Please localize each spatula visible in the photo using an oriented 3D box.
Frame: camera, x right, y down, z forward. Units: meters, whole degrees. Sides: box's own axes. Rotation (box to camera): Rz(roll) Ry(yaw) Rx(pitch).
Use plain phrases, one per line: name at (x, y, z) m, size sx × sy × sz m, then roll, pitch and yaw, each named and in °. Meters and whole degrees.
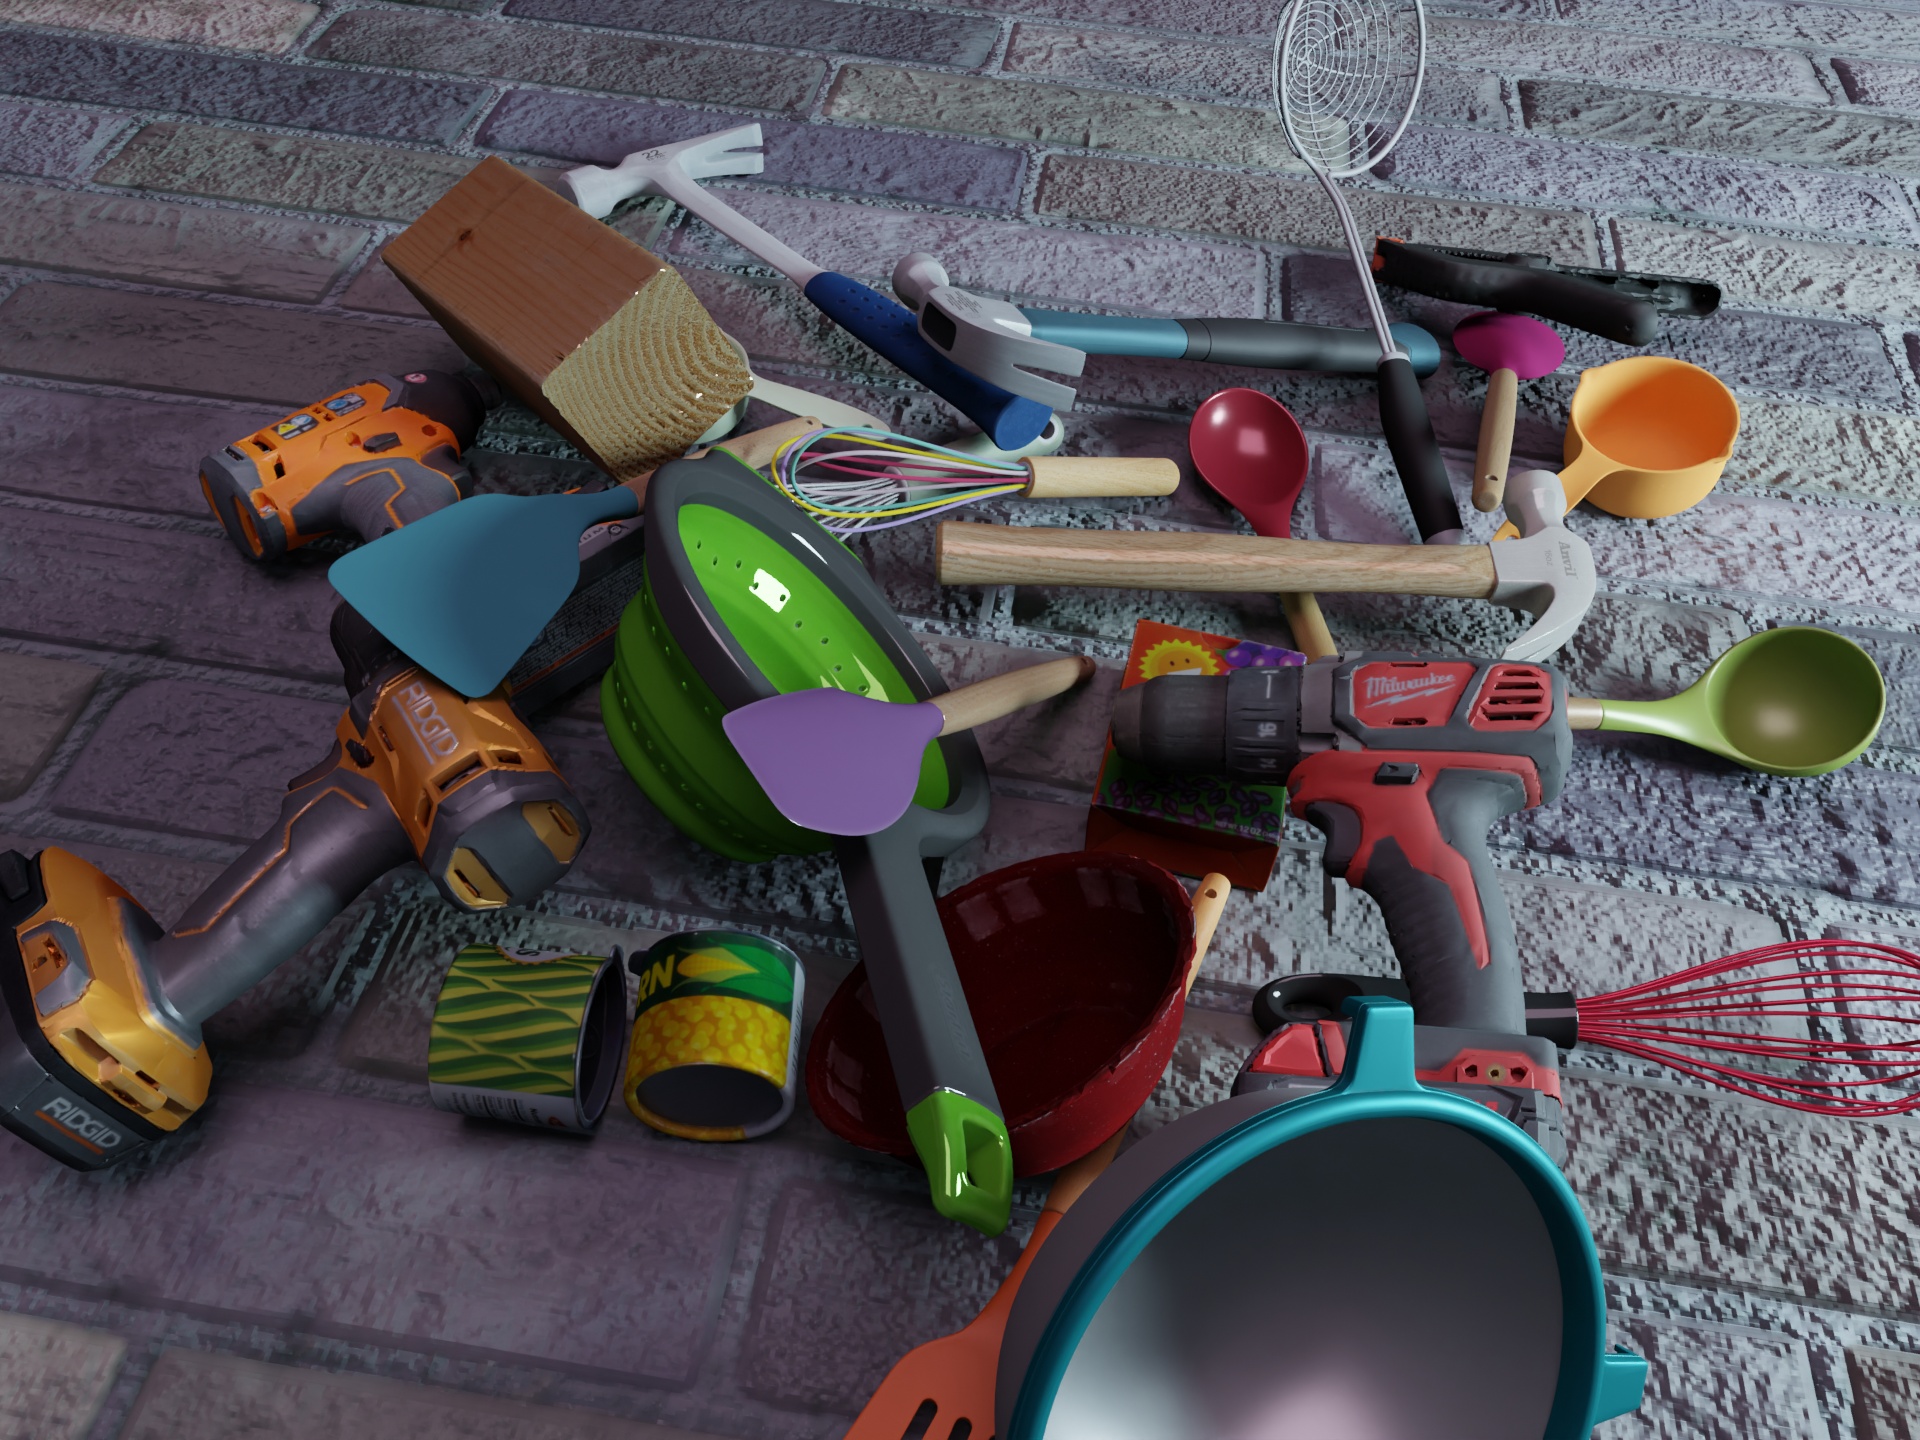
spatula at (0.045, 0.177, 0.610) m, size 0.081 × 0.041 × 0.323 m, roll 22°, pitch 47°, yaw 14°
spatula at (-0.147, -0.100, 0.739) m, size 0.082 × 0.044 × 0.317 m, roll 38°, pitch 31°, yaw 6°
spatula at (-0.001, -0.002, 0.656) m, size 0.060 × 0.018 × 0.316 m, roll 54°, pitch 25°, yaw 7°

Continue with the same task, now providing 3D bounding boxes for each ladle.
ladle at (0.178, -0.061, 0.826) m, size 0.069 × 0.031 × 0.316 m, roll -4°, pitch 51°, yaw -7°
ladle at (0.278, -0.010, 0.742) m, size 0.320 × 0.062 × 0.078 m, roll 1°, pitch 58°, yaw -11°

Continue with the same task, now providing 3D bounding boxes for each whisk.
whisk at (-0.042, -0.123, 0.860) m, size 0.246 × 0.059 × 0.058 m, roll -25°, pitch 91°, yaw -28°
whisk at (0.269, 0.123, 0.650) m, size 0.296 × 0.073 × 0.073 m, roll 1°, pitch 48°, yaw 6°
whisk at (0.014, -0.131, 0.833) m, size 0.245 × 0.051 × 0.047 m, roll -5°, pitch 32°, yaw -31°

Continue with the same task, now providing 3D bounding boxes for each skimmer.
skimmer at (0.253, -0.268, 0.900) m, size 0.127 × 0.090 × 0.364 m, roll 8°, pitch 63°, yaw -41°

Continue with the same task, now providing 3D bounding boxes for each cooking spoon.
cooking spoon at (0.307, -0.185, 0.901) m, size 0.069 × 0.017 × 0.319 m, roll 16°, pitch 34°, yaw 12°

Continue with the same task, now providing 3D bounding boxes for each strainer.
strainer at (0.045, 0.243, 0.496) m, size 0.340 × 0.210 × 0.095 m, roll -41°, pitch 22°, yaw -10°

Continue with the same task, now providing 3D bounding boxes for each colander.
colander at (-0.067, 0.045, 0.627) m, size 0.094 × 0.204 × 0.398 m, roll -39°, pitch 39°, yaw 16°

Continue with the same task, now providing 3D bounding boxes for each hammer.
hammer at (0.153, -0.077, 0.803) m, size 0.331 × 0.031 × 0.130 m, roll 2°, pitch 51°, yaw 0°
hammer at (0.133, -0.218, 0.908) m, size 0.331 × 0.033 × 0.128 m, roll -3°, pitch 39°, yaw -25°
hammer at (-0.086, -0.273, 0.971) m, size 0.144 × 0.035 × 0.406 m, roll -29°, pitch 51°, yaw -26°

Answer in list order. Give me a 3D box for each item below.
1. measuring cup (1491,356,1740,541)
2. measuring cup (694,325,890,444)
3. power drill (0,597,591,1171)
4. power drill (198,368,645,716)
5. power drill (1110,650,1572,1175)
measuring cup at (0.354, -0.130, 0.887) m, size 0.173 × 0.052 × 0.095 m, roll -39°, pitch 59°, yaw -13°
measuring cup at (-0.117, -0.175, 0.905) m, size 0.167 × 0.038 × 0.083 m, roll 20°, pitch 50°, yaw 11°
power drill at (-0.279, 0.045, 0.635) m, size 0.226 × 0.084 × 0.186 m, roll -35°, pitch 50°, yaw -11°
power drill at (-0.254, -0.107, 0.809) m, size 0.227 × 0.084 × 0.164 m, roll 32°, pitch 52°, yaw 27°
power drill at (0.147, 0.072, 0.633) m, size 0.188 × 0.080 × 0.227 m, roll 1°, pitch 60°, yaw 14°
